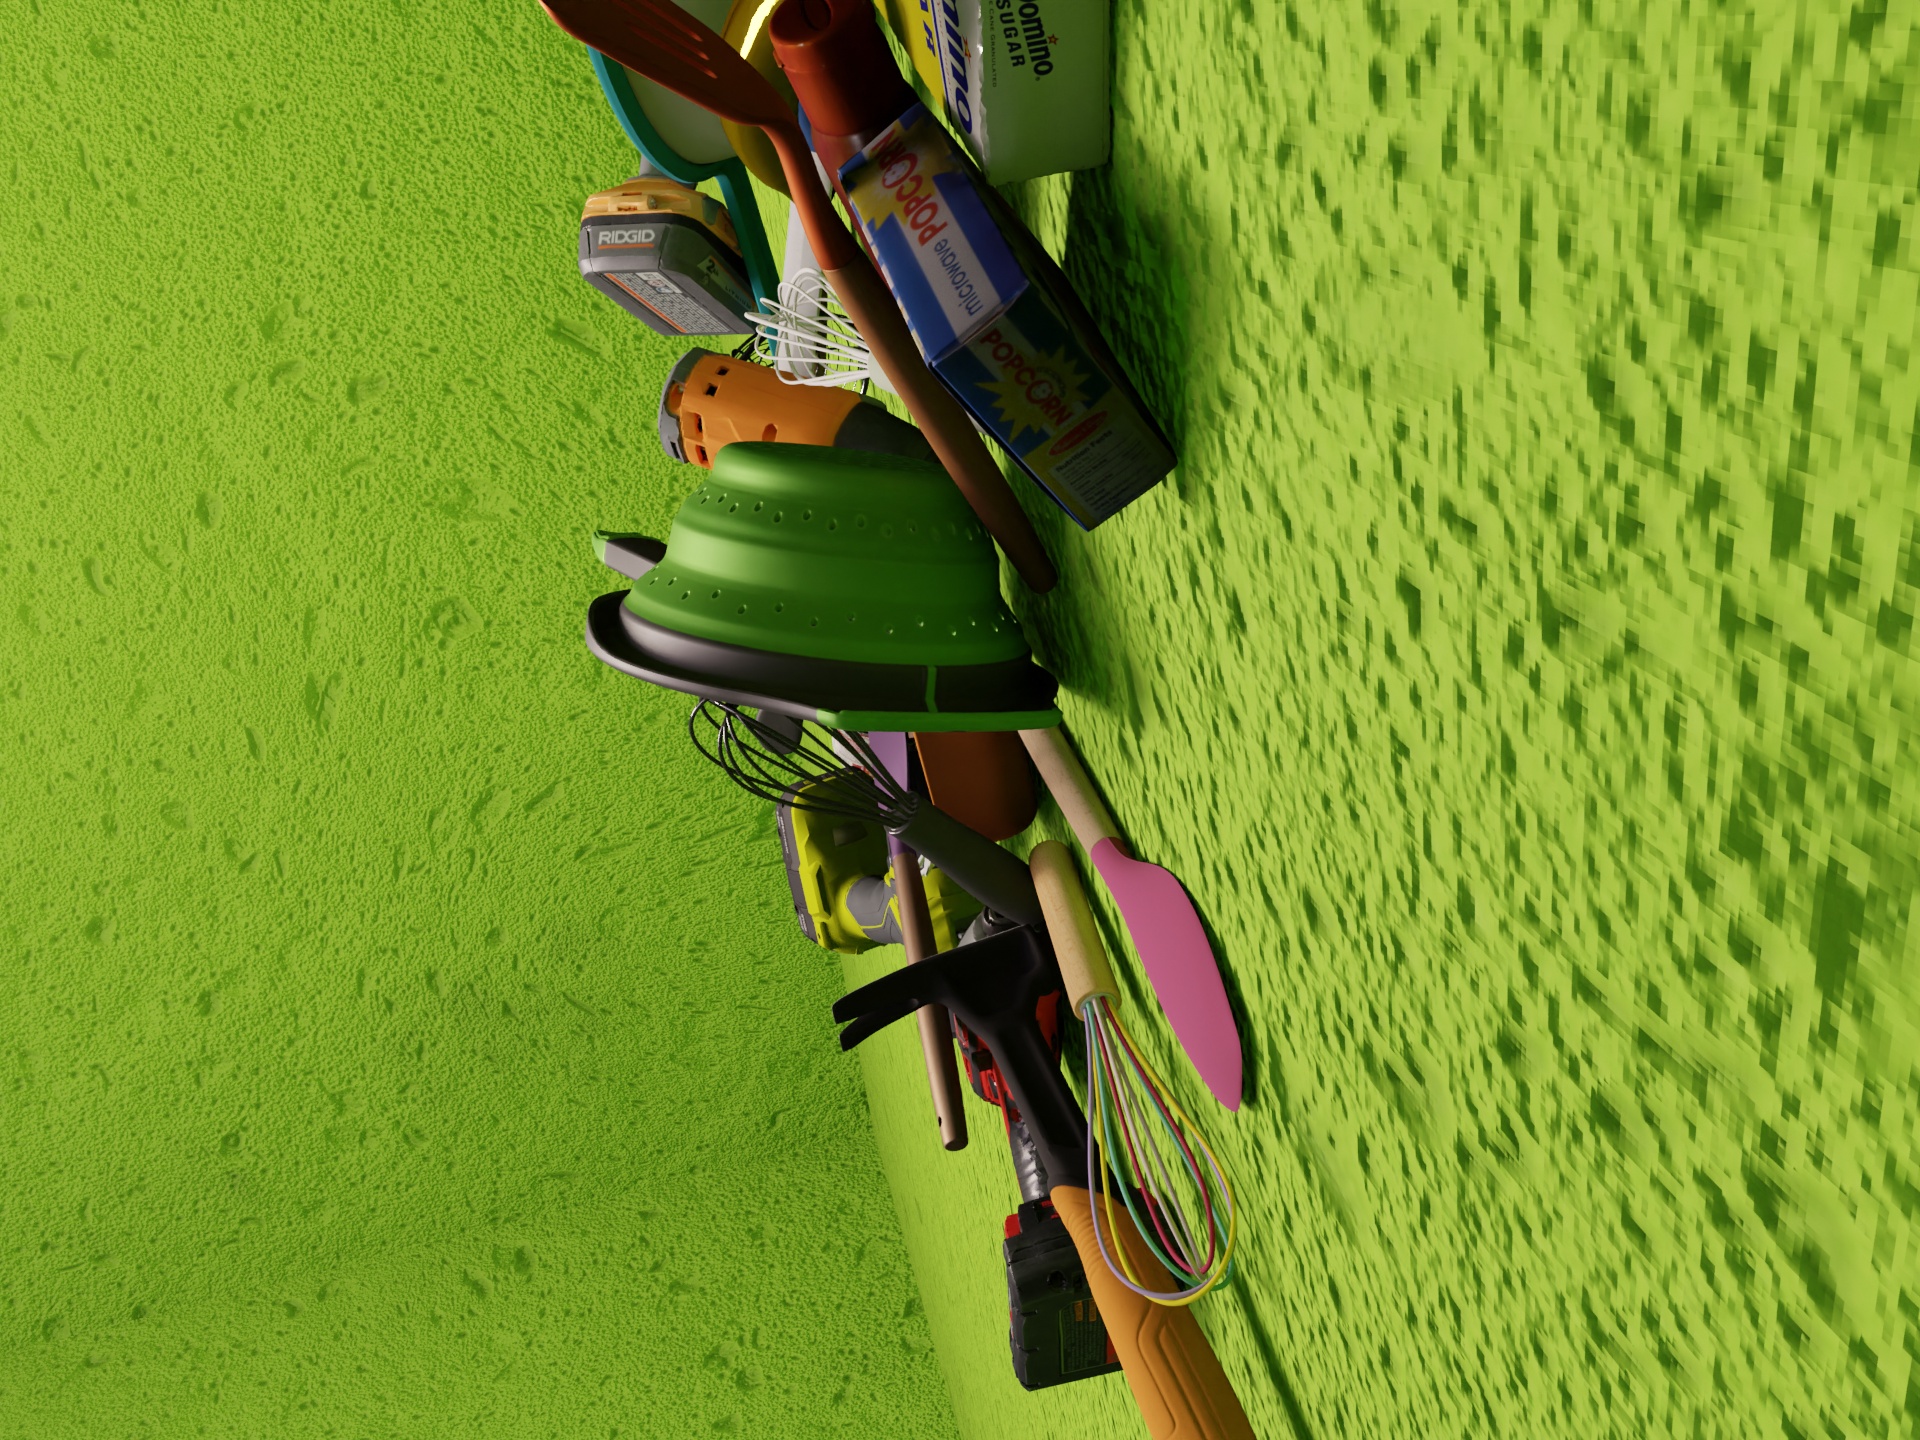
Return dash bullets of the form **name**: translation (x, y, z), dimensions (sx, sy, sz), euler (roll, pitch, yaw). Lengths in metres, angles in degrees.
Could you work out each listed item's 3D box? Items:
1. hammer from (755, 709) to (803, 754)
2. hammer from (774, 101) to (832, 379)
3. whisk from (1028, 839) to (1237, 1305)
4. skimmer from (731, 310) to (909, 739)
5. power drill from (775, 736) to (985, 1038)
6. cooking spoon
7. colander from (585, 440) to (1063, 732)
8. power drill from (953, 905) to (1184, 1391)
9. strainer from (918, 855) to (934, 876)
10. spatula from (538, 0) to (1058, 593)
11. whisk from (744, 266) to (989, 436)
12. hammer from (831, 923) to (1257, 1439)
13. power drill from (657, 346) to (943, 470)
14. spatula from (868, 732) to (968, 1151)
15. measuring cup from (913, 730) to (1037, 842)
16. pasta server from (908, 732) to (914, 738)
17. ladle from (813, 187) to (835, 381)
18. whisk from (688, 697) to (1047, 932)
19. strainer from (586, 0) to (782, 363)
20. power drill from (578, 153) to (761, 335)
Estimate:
- **hammer**: translation (-0.110, -0.054, 1.185), dimensions (0.335, 0.035, 0.146), euler (-82, -1, -72)
- **hammer**: translation (-0.064, -0.269, 0.766), dimensions (0.405, 0.144, 0.035), euler (107, -172, -57)
- **whisk**: translation (0.067, 0.135, 0.668), dimensions (0.245, 0.051, 0.047), euler (-106, 34, -51)
- **skimmer**: translation (-0.065, -0.092, 1.073), dimensions (0.090, 0.127, 0.363), euler (4, 119, 56)
- **power drill**: translation (-0.048, 0.098, 1.086), dimensions (0.229, 0.080, 0.190), euler (10, 114, 63)
- **cooking spoon**: translation (0.053, 0.041, 0.668), dimensions (0.319, 0.017, 0.068), euler (-116, 17, -55)
- **colander**: translation (-0.095, -0.088, 0.749), dimensions (0.397, 0.204, 0.094), euler (26, 112, 55)
- **power drill**: translation (0.041, 0.200, 0.795), dimensions (0.220, 0.078, 0.143), euler (-107, 9, -46)
- **strainer**: translation (-0.001, -0.003, 0.890), dimensions (0.087, 0.050, 0.258), euler (-83, -4, -52)
- **spatula**: translation (-0.039, -0.138, 0.548), dimensions (0.322, 0.041, 0.081), euler (52, -168, -48)
- **whisk**: translation (-0.034, -0.164, 0.724), dimensions (0.247, 0.059, 0.057), euler (37, 117, 53)
- **hammer**: translation (0.055, 0.214, 0.638), dimensions (0.337, 0.127, 0.034), euler (-121, 18, -48)
- **power drill**: translation (-0.070, -0.106, 0.900), dimensions (0.226, 0.164, 0.084), euler (84, -152, -63)
- **spatula**: translation (-0.027, 0.098, 0.901), dimensions (0.316, 0.018, 0.059), euler (-102, 27, -42)
- **measuring cup**: translation (0.013, 0.039, 0.837), dimensions (0.173, 0.052, 0.095), euler (71, -177, -61)
- **pasta server**: translation (-0.022, -0.002, 1.075), dimensions (0.060, 0.040, 0.316), euler (-122, 17, -65)
- **ladle**: translation (-0.098, -0.274, 1.061), dimensions (0.315, 0.031, 0.069), euler (99, -176, -53)
- **whisk**: translation (-0.028, 0.045, 0.728), dimensions (0.238, 0.055, 0.055), euler (36, -161, -35)
- **strainer**: translation (-0.100, -0.340, 0.849), dimensions (0.211, 0.095, 0.340), euler (-74, -23, -45)
- **power drill**: translation (-0.152, -0.353, 0.974), dimensions (0.185, 0.084, 0.226), euler (22, -107, -70)
